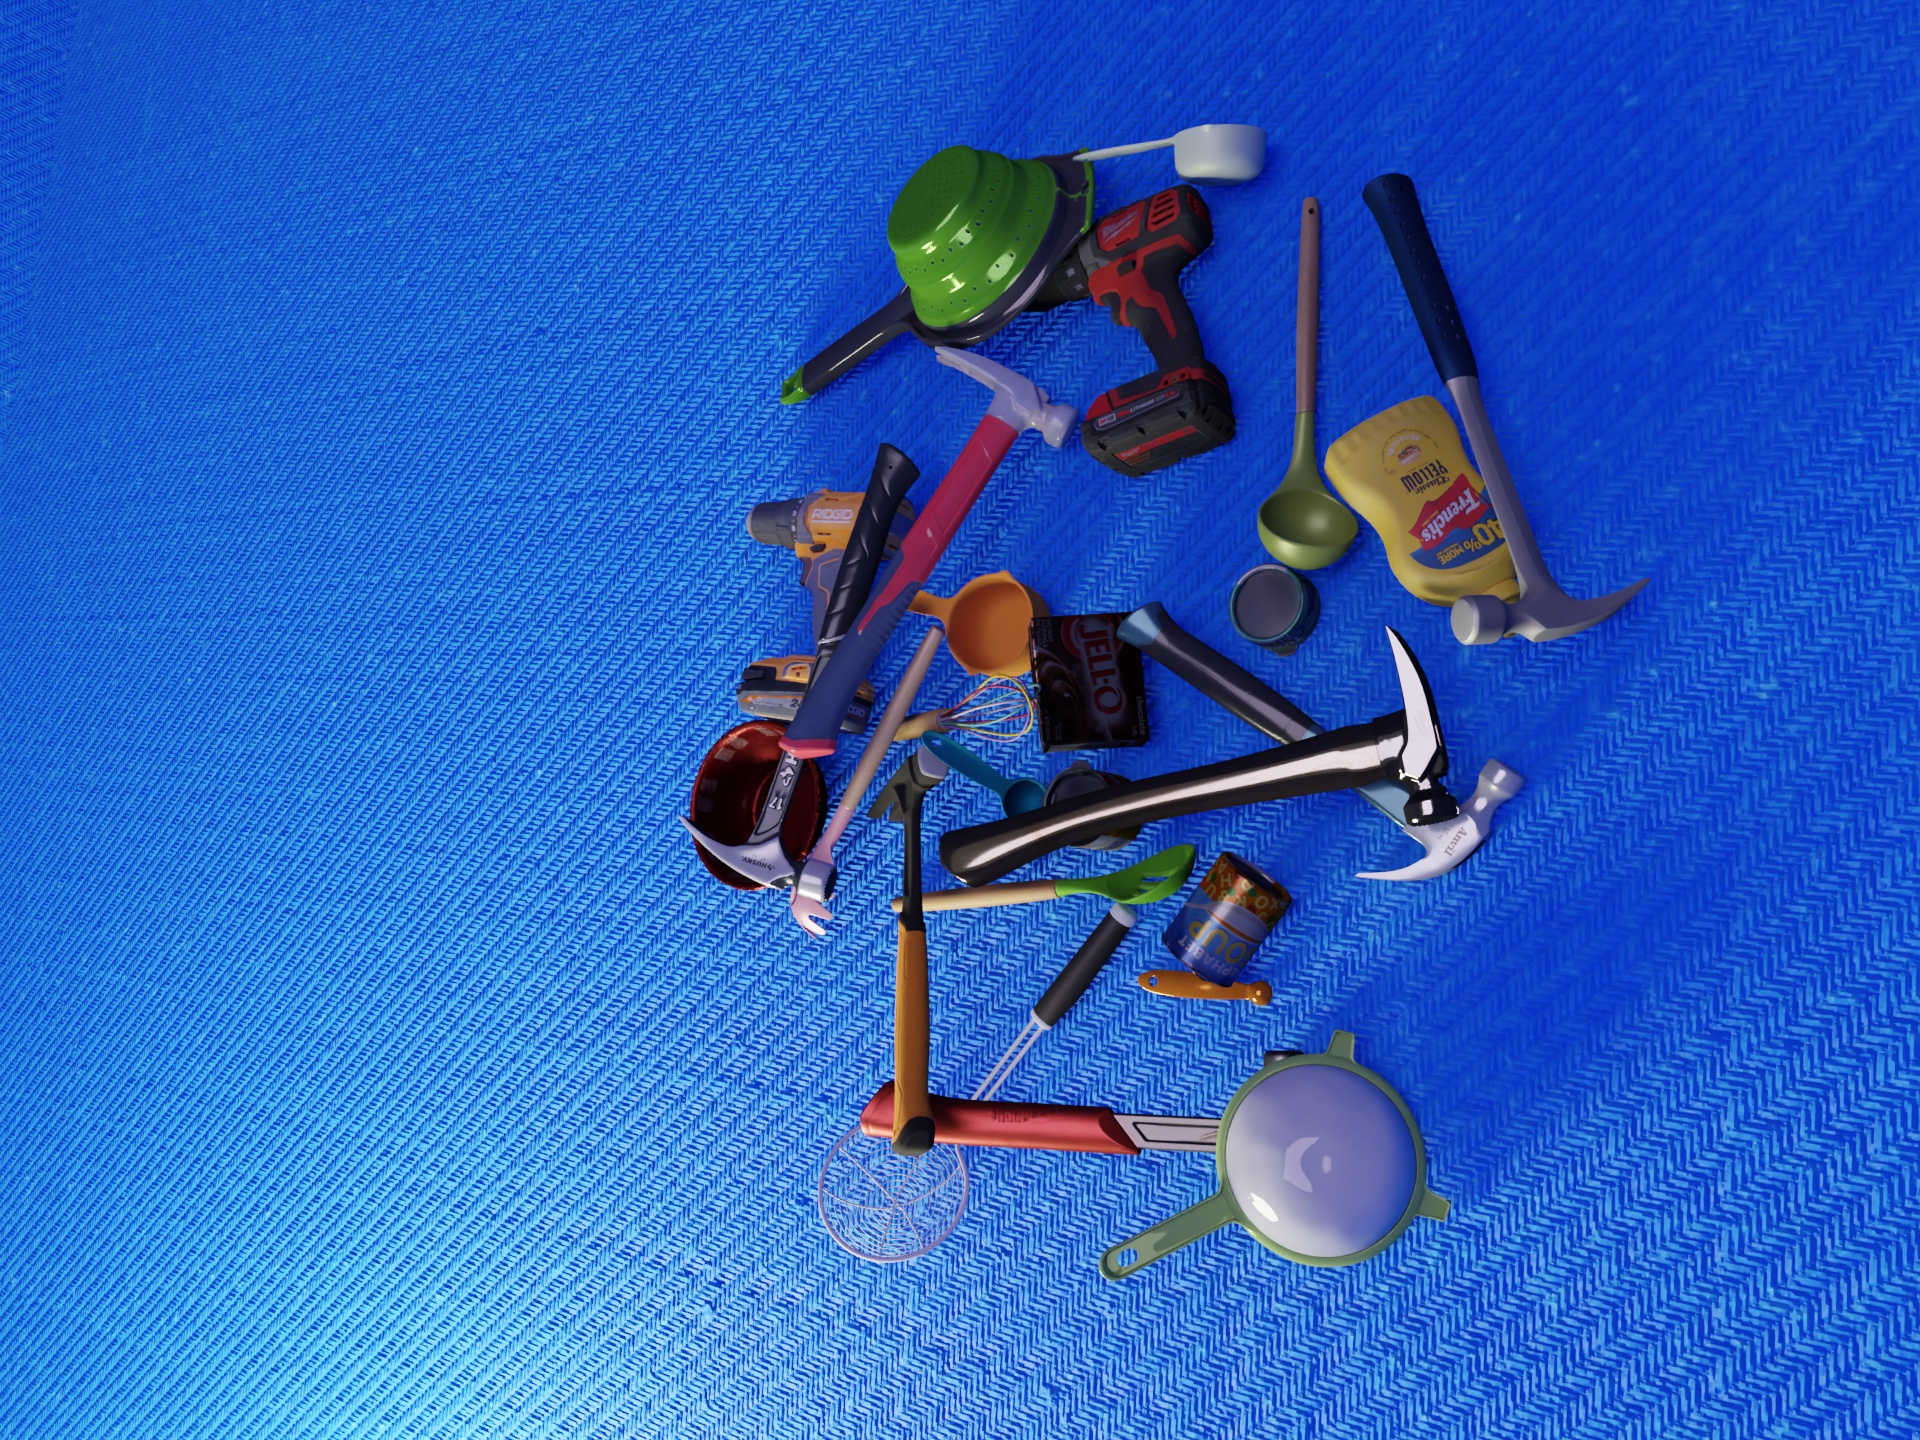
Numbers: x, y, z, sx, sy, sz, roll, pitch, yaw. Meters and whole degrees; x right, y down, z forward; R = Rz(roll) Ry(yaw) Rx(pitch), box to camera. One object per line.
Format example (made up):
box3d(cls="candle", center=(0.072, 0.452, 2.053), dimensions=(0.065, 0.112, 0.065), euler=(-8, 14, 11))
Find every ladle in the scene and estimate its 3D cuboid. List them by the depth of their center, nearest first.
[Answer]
box3d(cls="ladle", center=(0.277, -0.272, 1.259), dimensions=(0.078, 0.062, 0.320), euler=(4, 79, 0))

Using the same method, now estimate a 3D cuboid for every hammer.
box3d(cls="hammer", center=(0.376, -0.238, 1.167), dimensions=(0.035, 0.144, 0.406), euler=(111, 152, -61))
box3d(cls="hammer", center=(0.256, 0.005, 1.223), dimensions=(0.331, 0.033, 0.128), euler=(38, 104, 27))
box3d(cls="hammer", center=(0.164, 0.048, 1.226), dimensions=(0.410, 0.038, 0.146), euler=(-16, 75, 26))
box3d(cls="hammer", center=(0.092, 0.329, 1.245), dimensions=(0.359, 0.036, 0.149), euler=(-2, 79, 20))
box3d(cls="hammer", center=(-0.044, 0.193, 1.321), dimensions=(0.127, 0.034, 0.337), euler=(129, 146, -52))
box3d(cls="hammer", center=(-0.055, -0.142, 1.381), dimensions=(0.143, 0.038, 0.386), euler=(31, 82, 10))
box3d(cls="hammer", center=(-0.122, -0.054, 1.410), dimensions=(0.149, 0.036, 0.409), euler=(16, 82, 13))

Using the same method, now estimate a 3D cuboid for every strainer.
box3d(cls="strainer", center=(0.210, 0.340, 1.140), dimensions=(0.256, 0.069, 0.152), euler=(-29, 74, 6))

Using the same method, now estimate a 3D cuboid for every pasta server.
box3d(cls="pasta server", center=(-0.082, 0.056, 1.417), dimensions=(0.316, 0.040, 0.060), euler=(-62, 19, 17))

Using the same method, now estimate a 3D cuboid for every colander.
box3d(cls="colander", center=(-0.057, -0.410, 1.460), dimensions=(0.397, 0.094, 0.205), euler=(-26, 48, 36))

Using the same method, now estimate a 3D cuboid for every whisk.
box3d(cls="whisk", center=(-0.003, -0.006, 1.358), dimensions=(0.051, 0.047, 0.245), euler=(-57, 20, -22))

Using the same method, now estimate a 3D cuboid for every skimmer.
box3d(cls="skimmer", center=(0.018, 0.293, 1.315), dimensions=(0.127, 0.090, 0.363), euler=(45, 107, 31))

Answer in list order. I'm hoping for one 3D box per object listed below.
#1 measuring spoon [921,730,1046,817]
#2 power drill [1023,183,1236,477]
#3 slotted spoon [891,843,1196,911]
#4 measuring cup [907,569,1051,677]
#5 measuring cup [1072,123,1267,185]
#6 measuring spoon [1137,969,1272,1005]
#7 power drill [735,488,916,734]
box3d(cls="measuring spoon", center=(0.019, 0.045, 1.358), dimensions=(0.128, 0.021, 0.042), euler=(34, 90, -11))
box3d(cls="power drill", center=(0.135, -0.326, 1.354), dimensions=(0.188, 0.080, 0.227), euler=(-17, 70, 31))
box3d(cls="slotted spoon", center=(0.064, 0.143, 1.342), dimensions=(0.314, 0.070, 0.031), euler=(-11, 113, 37))
box3d(cls="measuring cup", center=(0.004, -0.092, 1.413), dimensions=(0.174, 0.052, 0.095), euler=(19, 92, 35))
box3d(cls="measuring cup", center=(0.174, -0.468, 1.339), dimensions=(0.167, 0.083, 0.038), euler=(1, 97, 24))
box3d(cls="measuring spoon", center=(0.191, 0.211, 1.259), dimensions=(0.117, 0.011, 0.021), euler=(1, 82, 34))
box3d(cls="power drill", center=(-0.145, -0.110, 1.505), dimensions=(0.185, 0.084, 0.226), euler=(7, 81, 35))
